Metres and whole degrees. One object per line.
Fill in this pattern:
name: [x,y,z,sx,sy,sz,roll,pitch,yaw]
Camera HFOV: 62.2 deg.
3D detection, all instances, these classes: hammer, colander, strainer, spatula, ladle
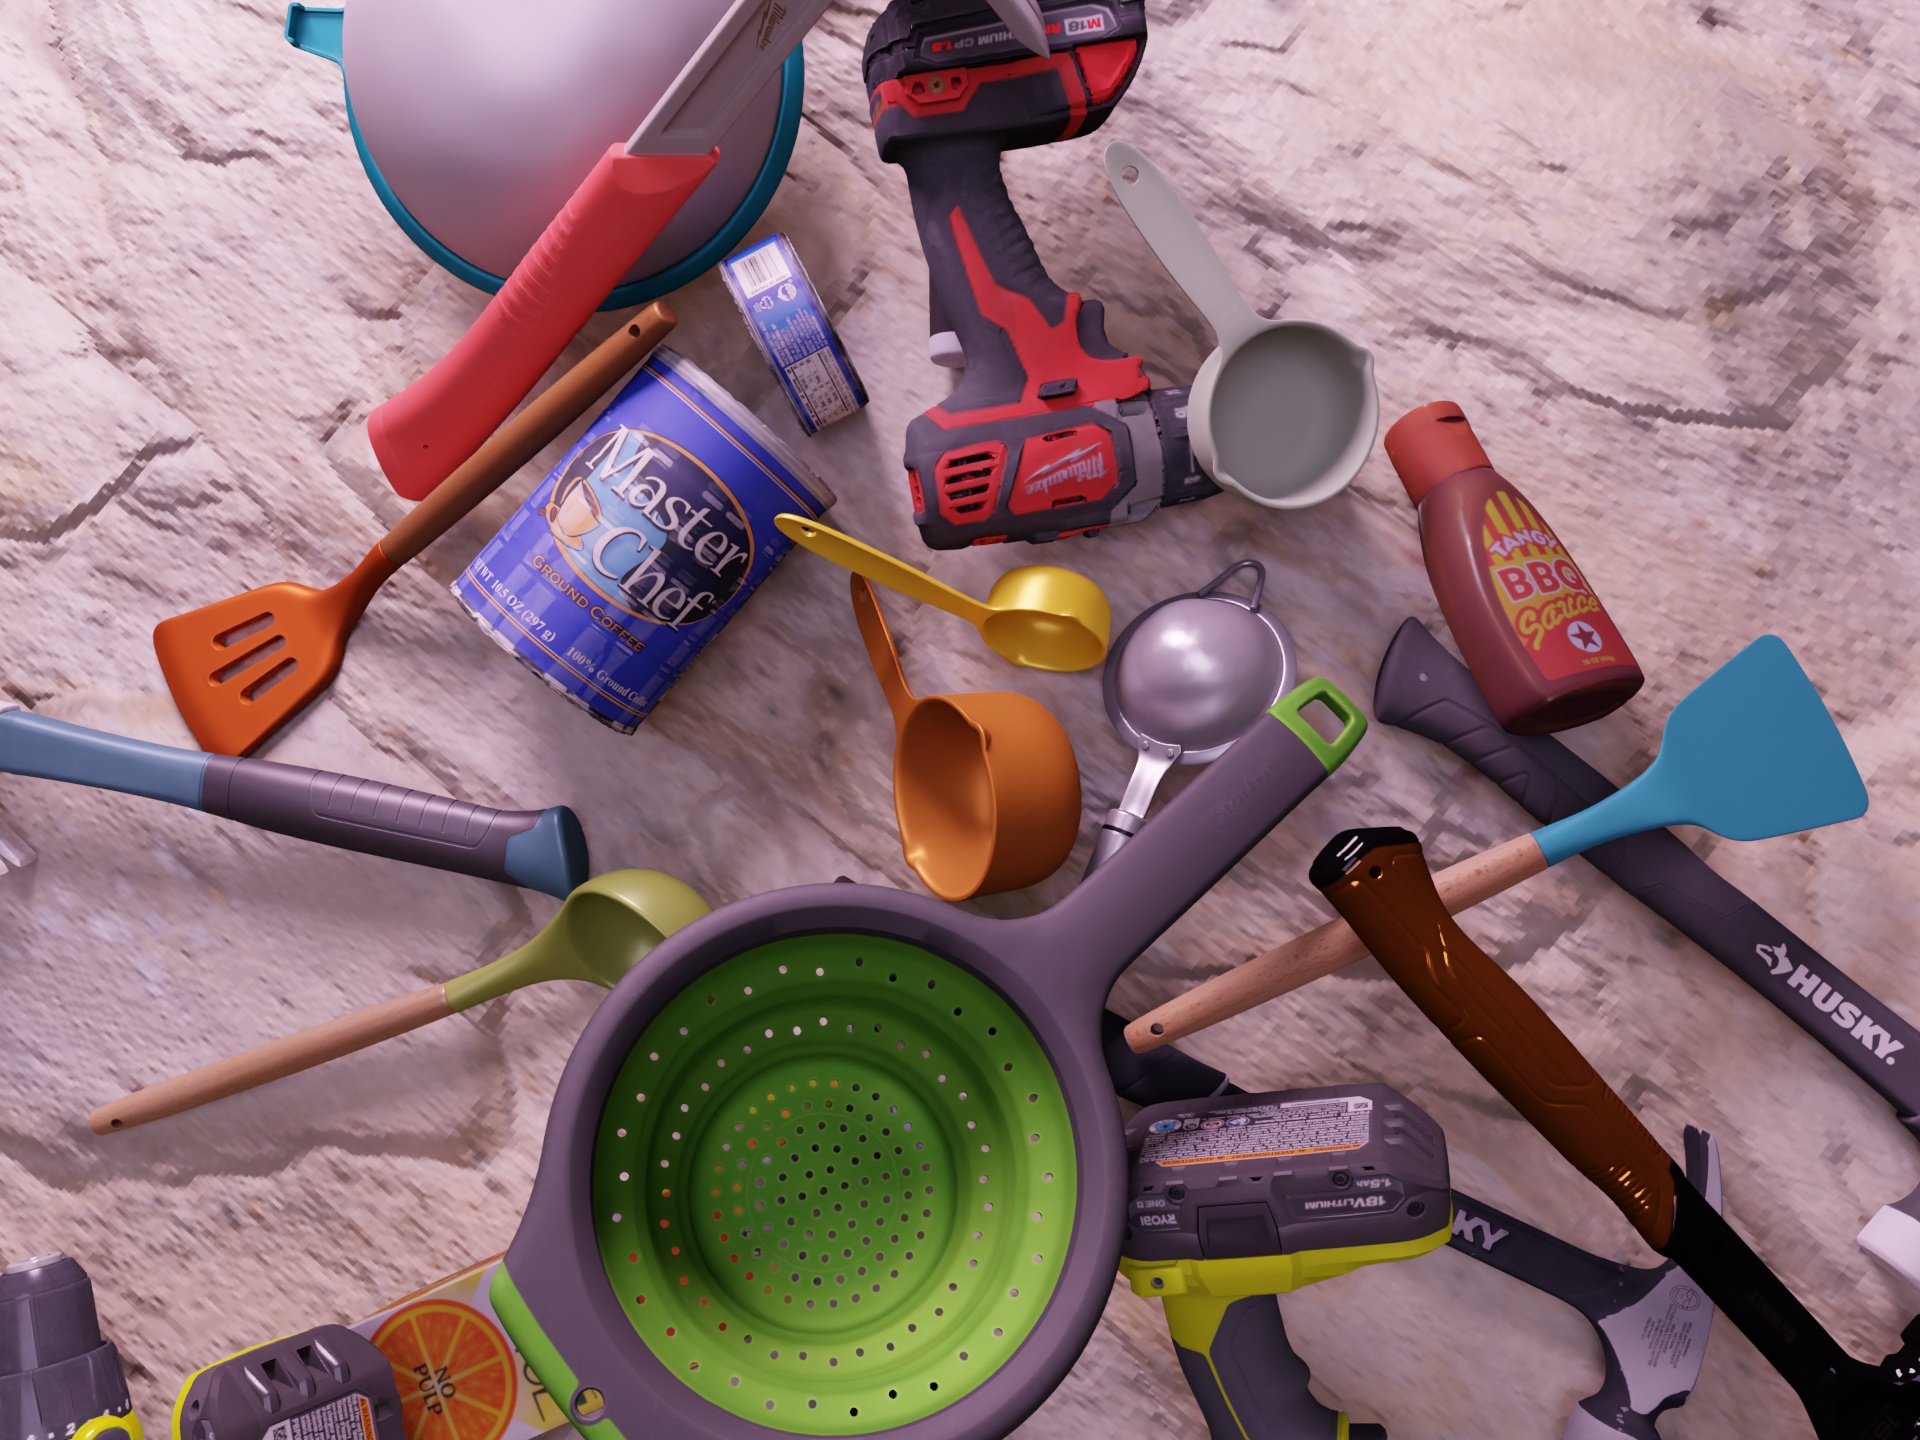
hammer: [0.123,0.166,0.681,0.409,0.036,0.149,25,86,8]
hammer: [-0.133,-0.201,0.650,0.359,0.149,0.037,-37,39,35]
colander: [0.012,0.121,0.617,0.397,0.094,0.204,-39,80,-21]
strainer: [-0.126,-0.324,0.673,0.340,0.095,0.211,-35,93,7]
spatula: [-0.246,-0.088,0.714,0.322,0.041,0.081,-33,82,26]
spatula: [0.213,0.066,0.655,0.317,0.044,0.082,-26,82,8]
strainer: [0.075,0.038,0.678,0.087,0.050,0.258,18,79,29]
hammer: [-0.332,0.031,0.734,0.331,0.033,0.128,12,102,3]
ladle: [-0.255,0.140,0.715,0.320,0.062,0.078,-20,118,7]
hammer: [0.253,0.178,0.621,0.127,0.034,0.337,-43,92,-9]
hammer: [0.314,0.071,0.671,0.335,0.035,0.146,41,90,9]

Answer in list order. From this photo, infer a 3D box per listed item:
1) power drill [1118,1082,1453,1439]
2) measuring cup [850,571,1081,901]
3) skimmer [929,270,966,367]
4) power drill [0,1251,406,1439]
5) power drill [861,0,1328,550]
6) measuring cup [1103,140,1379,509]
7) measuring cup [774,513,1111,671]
power drill: [0.144,0.264,0.621,0.171,0.080,0.223,-10,98,16]
measuring cup: [-0.001,-0.002,0.702,0.052,0.095,0.174,-4,53,-28]
skimmer: [-0.002,-0.349,0.720,0.127,0.090,0.363,1,84,3]
power drill: [-0.331,0.315,0.660,0.228,0.080,0.190,-16,82,32]
power drill: [0.056,-0.194,0.687,0.188,0.080,0.226,-10,99,-5]
measuring cup: [0.104,-0.161,0.649,0.083,0.038,0.167,-39,105,-4]
measuring cup: [-0.005,-0.065,0.688,0.156,0.062,0.029,23,65,-15]
